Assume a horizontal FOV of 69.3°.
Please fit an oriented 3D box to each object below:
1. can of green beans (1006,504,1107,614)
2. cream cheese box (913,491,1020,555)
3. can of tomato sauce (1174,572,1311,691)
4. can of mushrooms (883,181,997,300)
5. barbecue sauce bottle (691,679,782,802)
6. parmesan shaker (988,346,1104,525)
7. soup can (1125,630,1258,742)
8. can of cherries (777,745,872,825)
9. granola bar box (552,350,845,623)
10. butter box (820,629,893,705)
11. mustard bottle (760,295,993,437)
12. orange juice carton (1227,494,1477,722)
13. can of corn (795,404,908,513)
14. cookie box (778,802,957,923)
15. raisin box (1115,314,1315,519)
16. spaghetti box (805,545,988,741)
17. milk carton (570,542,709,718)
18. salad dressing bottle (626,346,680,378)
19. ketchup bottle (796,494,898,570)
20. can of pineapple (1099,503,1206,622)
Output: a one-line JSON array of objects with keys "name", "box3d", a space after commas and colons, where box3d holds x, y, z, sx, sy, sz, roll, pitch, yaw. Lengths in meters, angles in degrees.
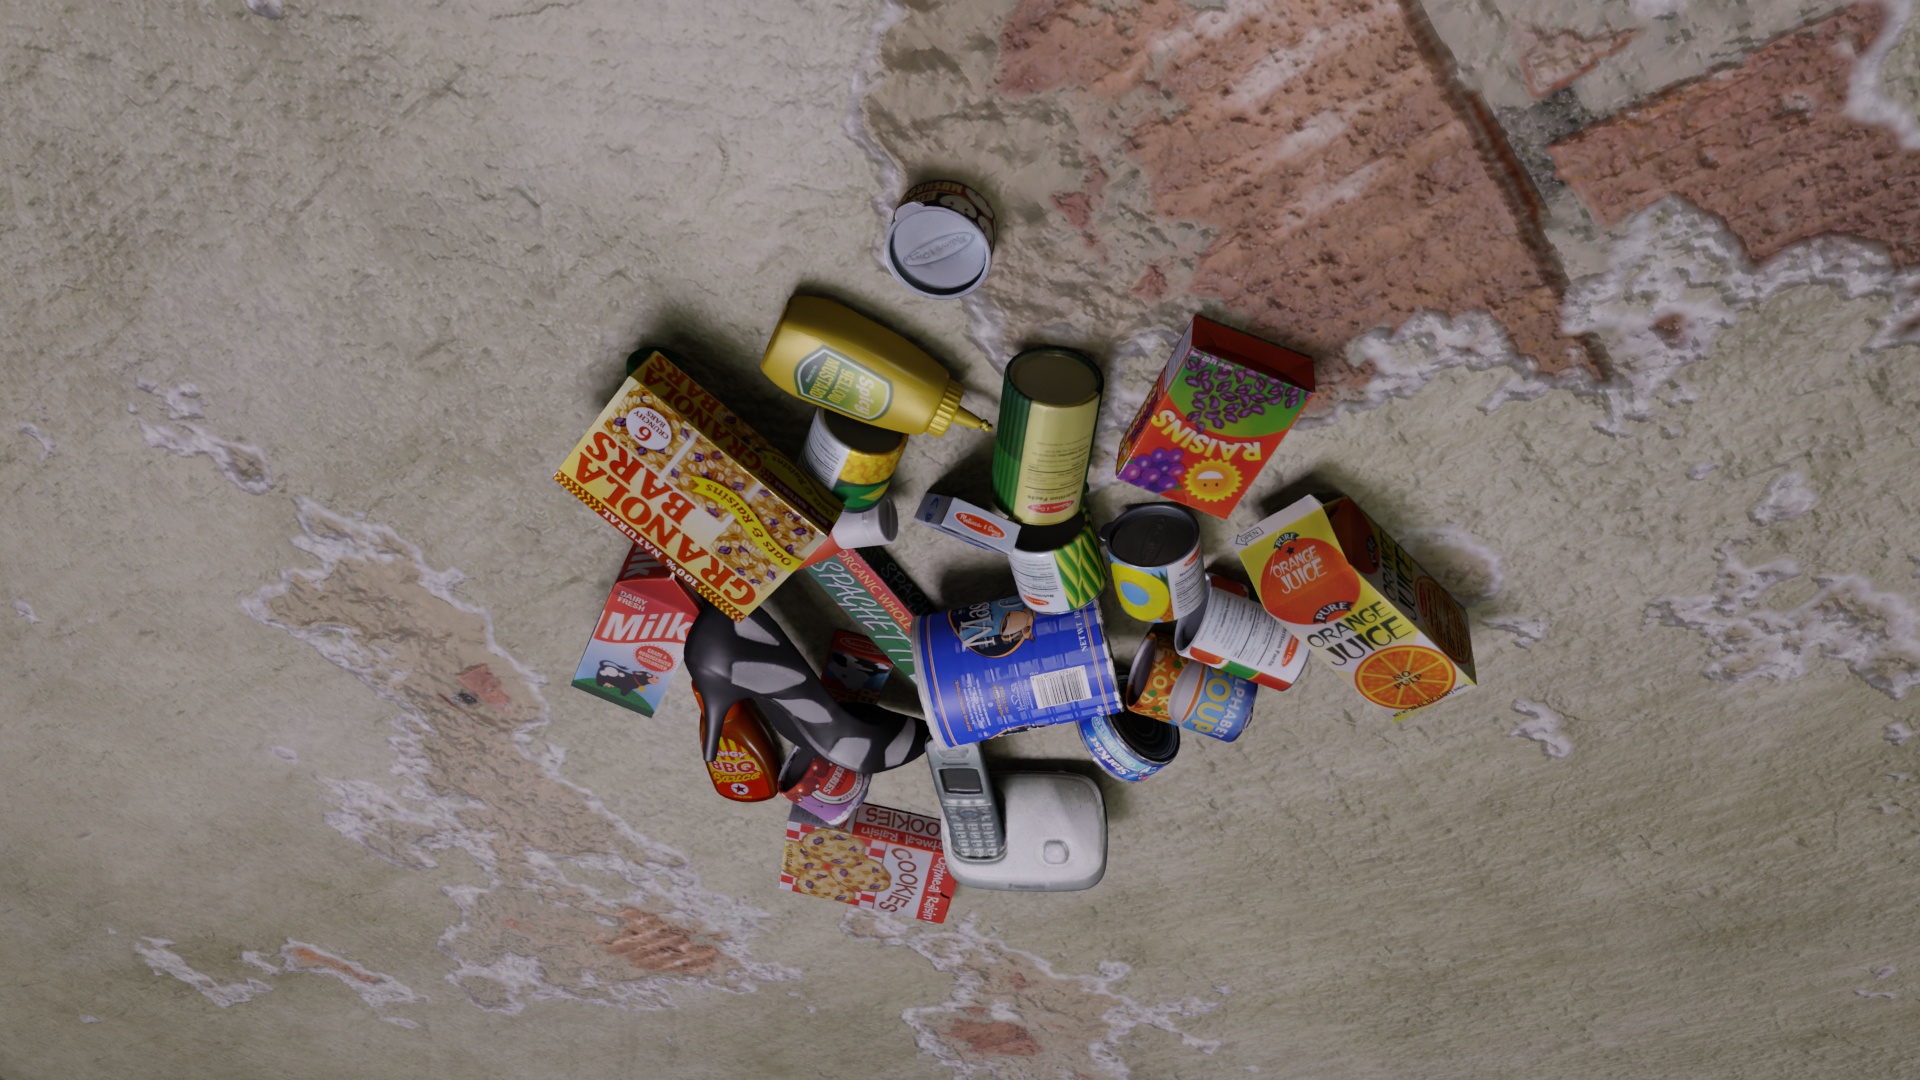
[{"name": "can of green beans", "box3d": [0.067, 0.010, 0.996, 0.071, 0.071, 0.057, -6, 129, 17]}, {"name": "cream cheese box", "box3d": [0.003, -0.012, 0.974, 0.053, 0.104, 0.024, 24, 89, -13]}, {"name": "can of tomato sauce", "box3d": [0.208, 0.067, 1.025, 0.083, 0.071, 0.070, 20, 134, -7]}, {"name": "can of mushrooms", "box3d": [-0.013, -0.185, 0.849, 0.071, 0.034, 0.070, 6, 135, 6]}, {"name": "barbecue sauce bottle", "box3d": [-0.201, 0.170, 1.223, 0.065, 0.044, 0.147, 1, 133, 12]}, {"name": "parmesan shaker", "box3d": [0.059, -0.070, 0.925, 0.071, 0.072, 0.102, 9, 134, 3]}, {"name": "soup can", "box3d": [0.178, 0.113, 1.071, 0.084, 0.072, 0.071, 18, 134, -6]}, {"name": "can of cherries", "box3d": [-0.119, 0.208, 1.226, 0.058, 0.072, 0.071, 36, 130, -20]}, {"name": "granola bar box", "box3d": [-0.179, -0.033, 0.951, 0.165, 0.039, 0.123, 40, 129, -11]}, {"name": "butter box", "box3d": [-0.092, 0.120, 1.166, 0.053, 0.024, 0.103, 17, 135, -6]}, {"name": "mustard bottle", "box3d": [-0.050, -0.106, 0.922, 0.160, 0.049, 0.065, 23, 135, -10]}, {"name": "orange juice carton", "box3d": [0.276, 0.039, 0.978, 0.192, 0.073, 0.071, 39, 129, -23]}, {"name": "can of corn", "box3d": [-0.073, -0.063, 0.959, 0.071, 0.071, 0.058, 20, 134, -8]}, {"name": "cookie box", "box3d": [-0.085, 0.306, 1.332, 0.167, 0.040, 0.122, 12, 134, 0]}, {"name": "raisin box", "box3d": [0.165, -0.078, 0.912, 0.086, 0.040, 0.122, 19, 135, -8]}, {"name": "spaghetti box", "box3d": [-0.037, 0.076, 1.109, 0.050, 0.029, 0.249, -21, 126, 28]}, {"name": "milk carton", "box3d": [-0.242, 0.053, 1.098, 0.073, 0.073, 0.189, 24, 133, -12]}, {"name": "salad dressing bottle", "box3d": [-0.217, -0.069, 0.995, 0.064, 0.044, 0.146, 15, 133, 7]}, {"name": "ketchup bottle", "box3d": [-0.120, -0.008, 1.016, 0.149, 0.065, 0.043, -7, 164, 22]}, {"name": "can of pineapple", "box3d": [0.139, 0.015, 0.990, 0.071, 0.071, 0.057, -3, 133, 14]}]
